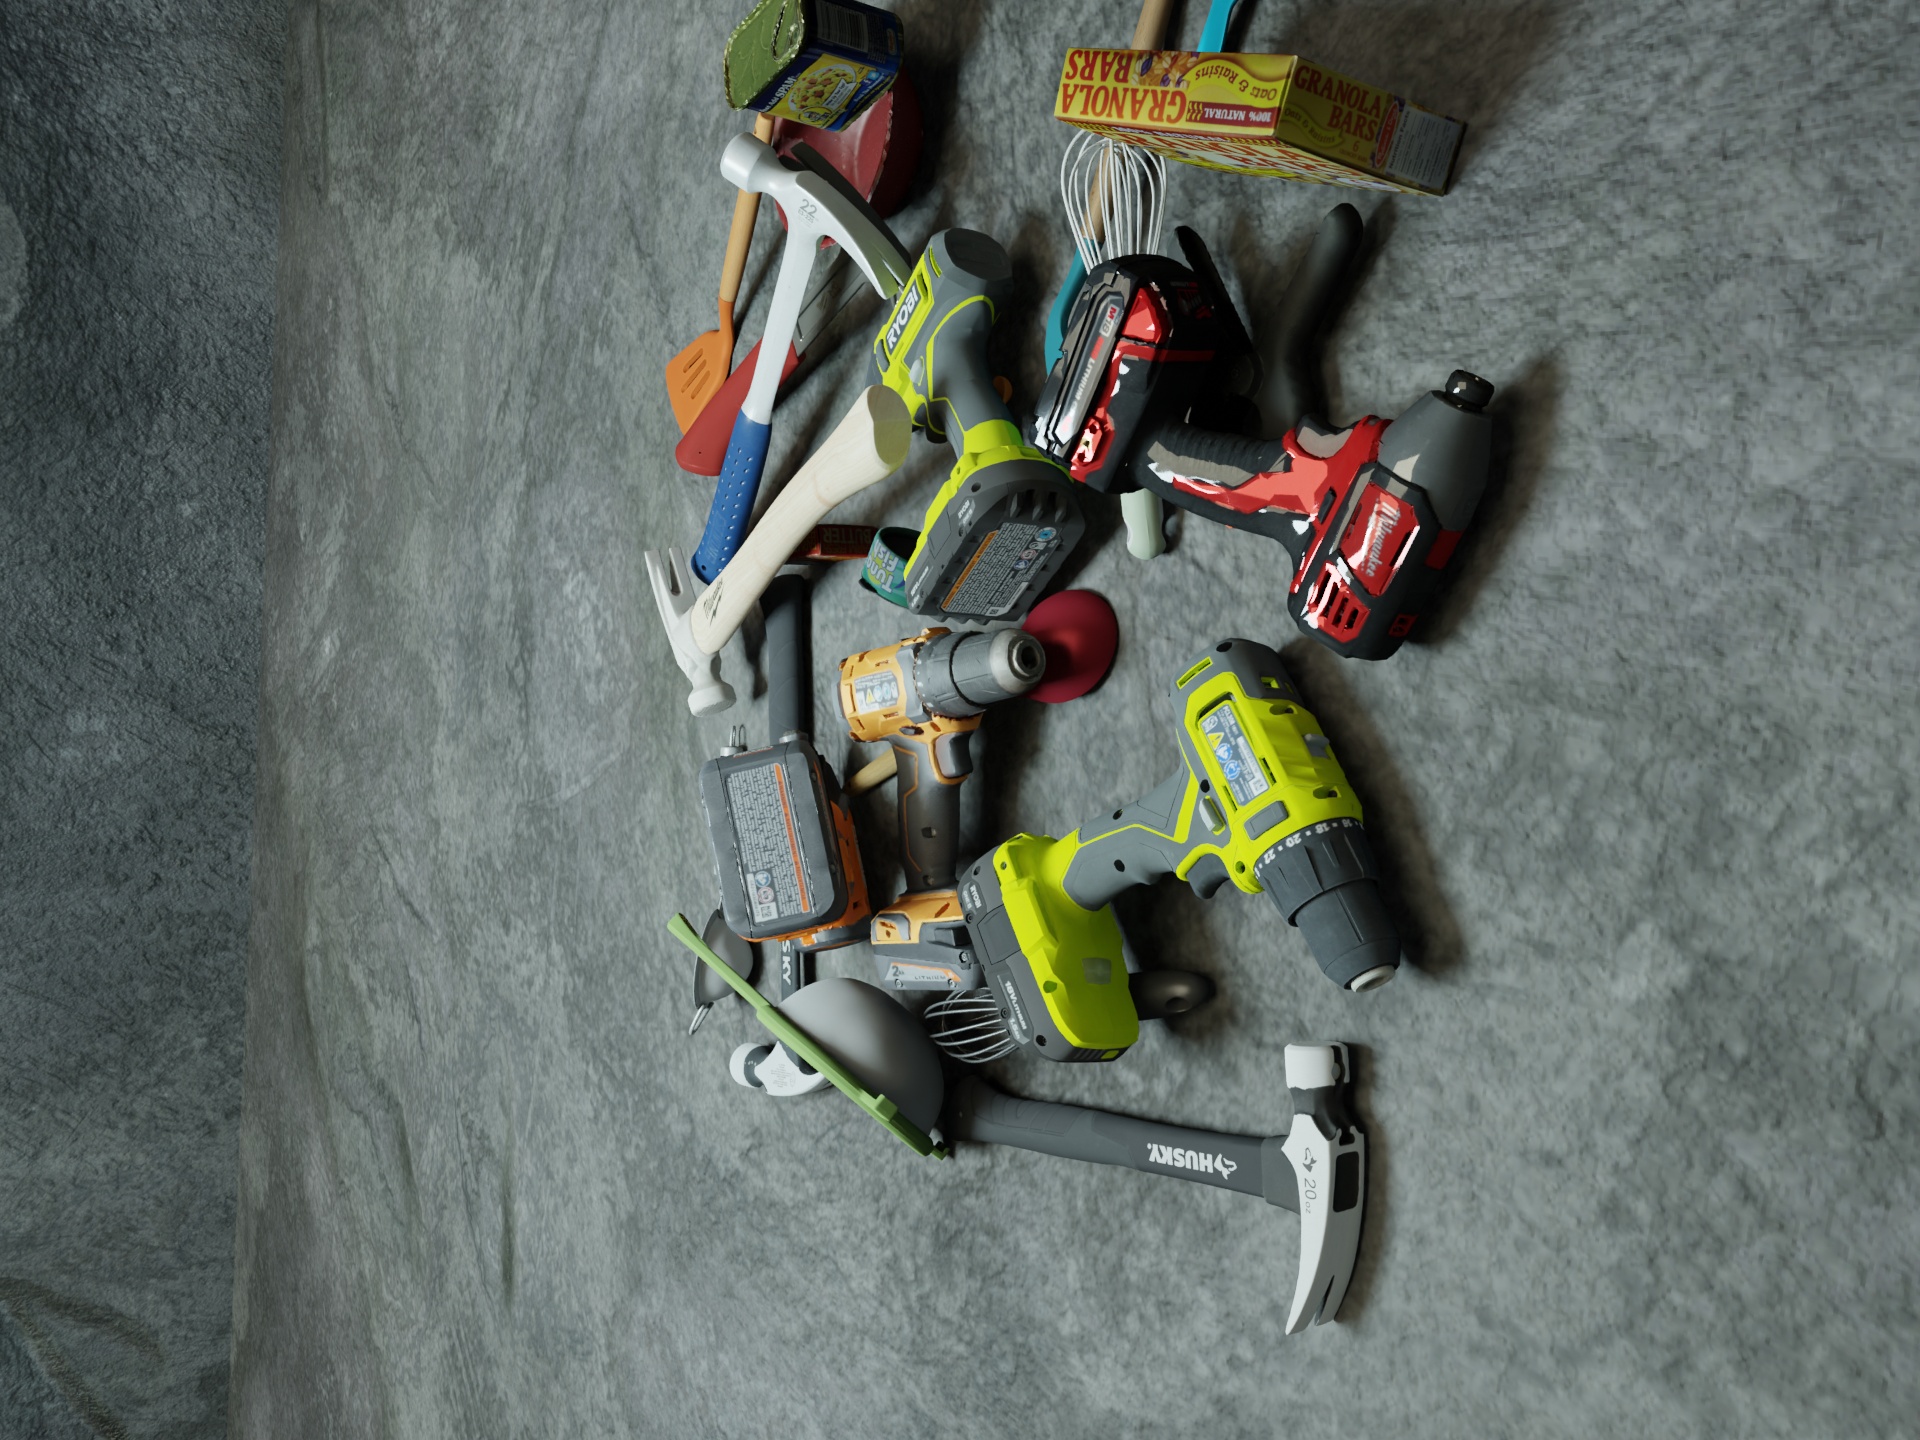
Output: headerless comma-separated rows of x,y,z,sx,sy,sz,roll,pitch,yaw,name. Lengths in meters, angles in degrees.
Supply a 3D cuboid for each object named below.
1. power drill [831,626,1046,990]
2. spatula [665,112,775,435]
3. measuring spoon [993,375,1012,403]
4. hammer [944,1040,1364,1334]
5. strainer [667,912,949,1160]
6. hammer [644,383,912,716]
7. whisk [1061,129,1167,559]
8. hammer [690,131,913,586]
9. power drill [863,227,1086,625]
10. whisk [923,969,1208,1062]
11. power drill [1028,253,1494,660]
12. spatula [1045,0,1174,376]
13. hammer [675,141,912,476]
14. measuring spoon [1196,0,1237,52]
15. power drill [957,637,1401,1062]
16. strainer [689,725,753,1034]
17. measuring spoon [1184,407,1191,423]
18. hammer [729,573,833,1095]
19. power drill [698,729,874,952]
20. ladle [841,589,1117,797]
0.000,0.052,1.009,0.185,0.084,0.226,-13,86,53,power drill
-0.194,-0.362,1.294,0.322,0.041,0.081,119,137,-55,spatula
0.033,-0.169,1.047,0.021,0.011,0.117,-10,85,61,measuring spoon
0.097,0.253,0.933,0.335,0.035,0.146,-9,82,53,hammer
-0.099,0.193,1.096,0.256,0.151,0.069,36,78,27,strainer
-0.140,-0.137,1.152,0.410,0.038,0.146,-36,70,56,hammer
0.096,-0.213,0.902,0.058,0.059,0.246,-91,-6,-76,whisk
-0.146,-0.233,1.191,0.144,0.035,0.405,36,142,6,hammer
-0.004,-0.179,1.025,0.171,0.080,0.223,-53,43,47,power drill
0.061,0.179,0.978,0.239,0.055,0.055,-20,74,47,whisk
0.153,-0.141,0.791,0.220,0.078,0.143,37,120,25,power drill
0.095,-0.306,0.942,0.082,0.044,0.317,-131,56,-75,spatula
-0.150,-0.285,1.222,0.149,0.037,0.359,47,147,-9,hammer
0.149,-0.382,0.890,0.042,0.021,0.128,49,136,41,measuring spoon
0.116,0.092,0.852,0.228,0.080,0.191,-40,57,31,power drill
-0.195,0.132,1.325,0.087,0.050,0.258,43,-131,-80,strainer
0.120,-0.186,0.920,0.034,0.018,0.124,-54,50,38,measuring spoon
-0.134,0.090,1.248,0.149,0.036,0.409,-5,85,52,hammer
-0.114,0.075,1.091,0.226,0.084,0.164,64,-167,-80,power drill
-0.002,-0.003,1.078,0.315,0.031,0.069,-34,62,50,ladle
